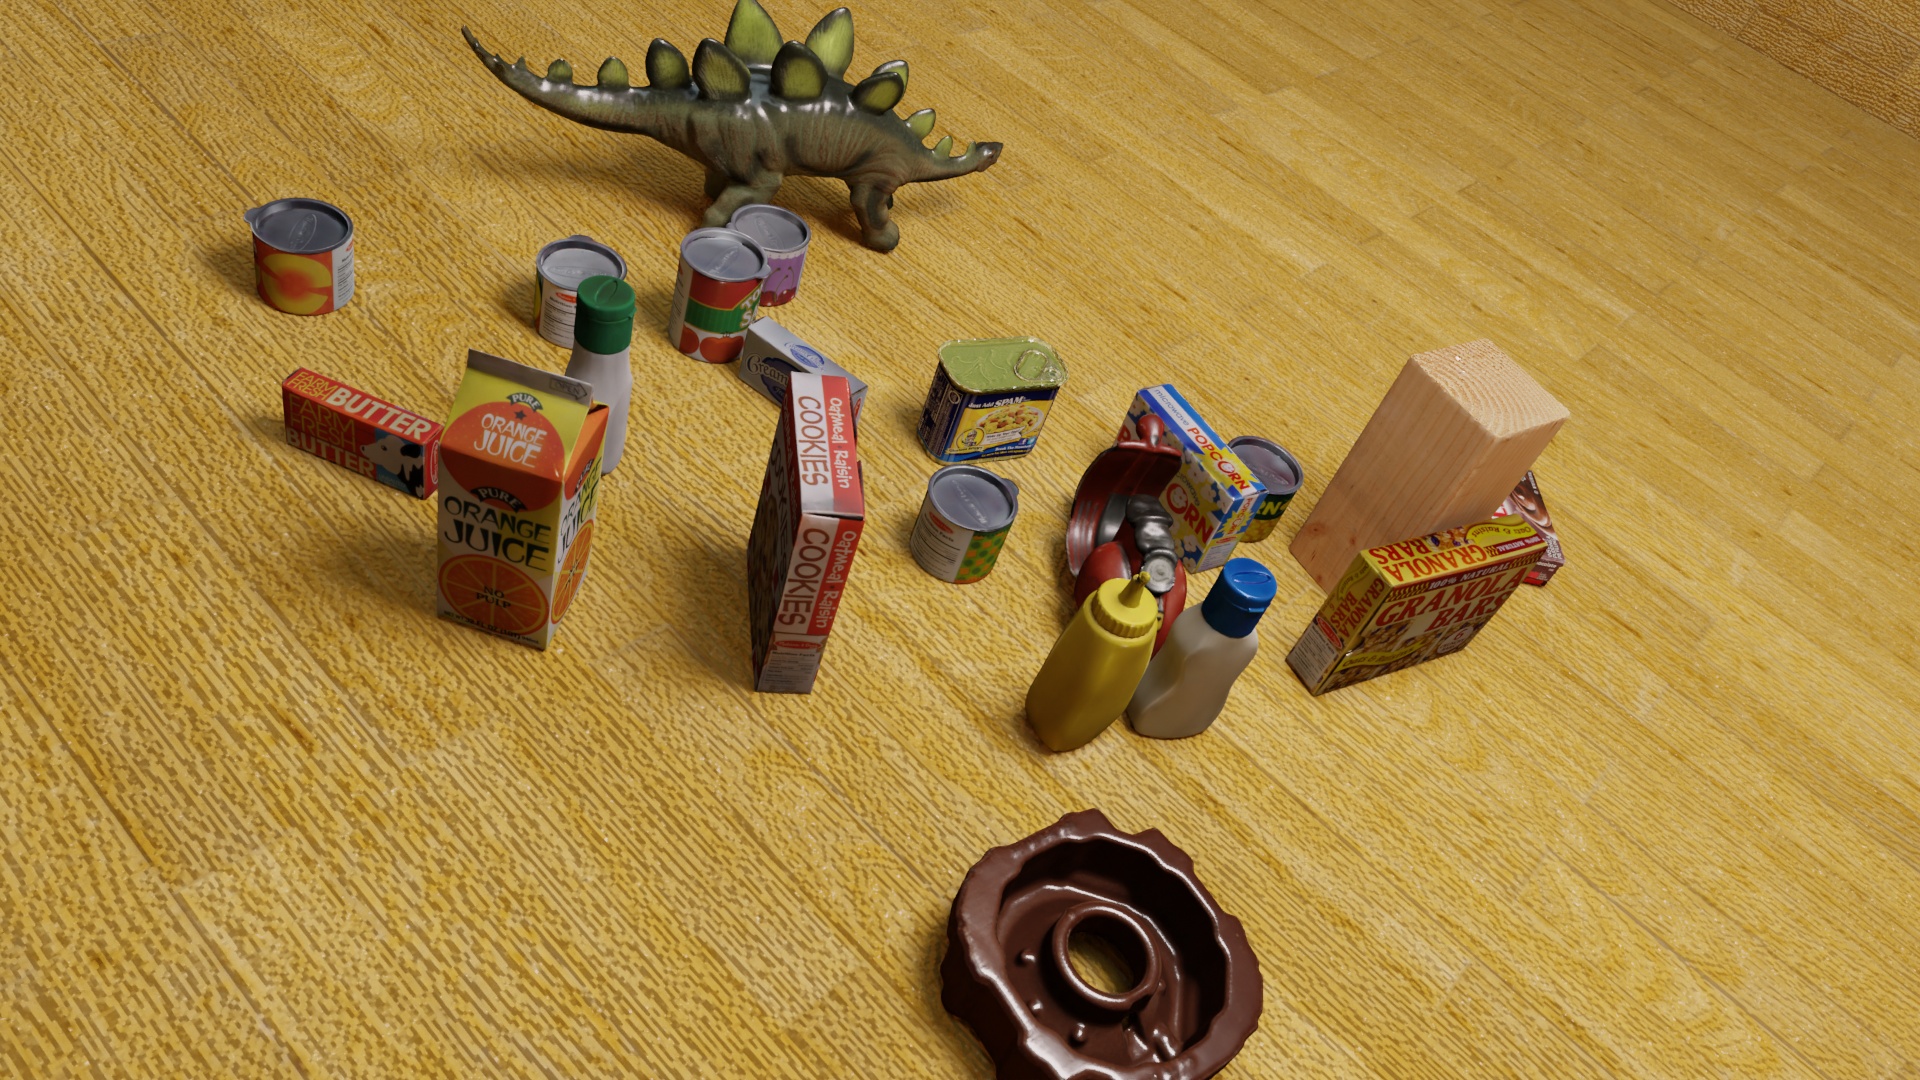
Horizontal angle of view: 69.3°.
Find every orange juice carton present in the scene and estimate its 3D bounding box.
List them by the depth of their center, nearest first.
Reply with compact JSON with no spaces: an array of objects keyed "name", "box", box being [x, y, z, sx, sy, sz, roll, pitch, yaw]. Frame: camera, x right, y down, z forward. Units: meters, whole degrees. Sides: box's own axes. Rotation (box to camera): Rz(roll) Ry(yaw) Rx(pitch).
[{"name":"orange juice carton","box":[-0.257,-0.030,0.814,0.072,0.191,0.073,18,43,-3]}]

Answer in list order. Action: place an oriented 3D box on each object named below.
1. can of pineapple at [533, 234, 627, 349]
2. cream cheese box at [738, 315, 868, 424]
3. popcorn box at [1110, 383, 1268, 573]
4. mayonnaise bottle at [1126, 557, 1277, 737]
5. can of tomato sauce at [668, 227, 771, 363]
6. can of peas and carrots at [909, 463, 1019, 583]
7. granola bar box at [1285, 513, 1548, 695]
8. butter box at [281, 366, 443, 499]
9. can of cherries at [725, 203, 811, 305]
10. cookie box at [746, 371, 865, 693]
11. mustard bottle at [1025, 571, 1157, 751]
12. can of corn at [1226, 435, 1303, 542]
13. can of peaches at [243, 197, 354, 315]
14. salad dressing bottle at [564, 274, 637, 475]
[{"name":"can of pineapple","box":[-0.289,-0.188,1.056,0.071,0.057,0.071,11,44,-11]},{"name":"cream cheese box","box":[-0.121,-0.121,1.058,0.104,0.053,0.024,36,45,15]},{"name":"popcorn box","box":[0.171,-0.049,1.077,0.038,0.084,0.127,-15,54,-32]},{"name":"mayonnaise bottle","box":[0.160,0.072,0.907,0.065,0.147,0.041,0,47,-21]},{"name":"can of tomato sauce","box":[-0.187,-0.189,1.078,0.071,0.082,0.071,11,44,-11]},{"name":"can of peas and carrots","box":[0.004,-0.012,0.995,0.071,0.058,0.071,11,44,-11]},{"name":"granola bar box","box":[0.334,0.047,1.017,0.166,0.123,0.039,-11,52,-30]},{"name":"butter box","box":[-0.389,-0.069,0.904,0.103,0.052,0.024,23,43,1]},{"name":"can of cherries","box":[-0.164,-0.237,1.152,0.071,0.058,0.072,11,44,-11]},{"name":"cookie box","box":[-0.099,-0.003,0.867,0.040,0.166,0.123,5,46,-17]},{"name":"mustard bottle","box":[0.090,0.069,0.874,0.065,0.159,0.049,-18,56,-34]},{"name":"can of corn","box":[0.231,-0.039,1.110,0.071,0.058,0.071,11,44,-11]},{"name":"can of peaches","box":[-0.475,-0.205,1.001,0.071,0.057,0.071,11,44,-11]},{"name":"salad dressing bottle","box":[-0.243,-0.109,0.931,0.044,0.146,0.064,20,43,-2]}]
